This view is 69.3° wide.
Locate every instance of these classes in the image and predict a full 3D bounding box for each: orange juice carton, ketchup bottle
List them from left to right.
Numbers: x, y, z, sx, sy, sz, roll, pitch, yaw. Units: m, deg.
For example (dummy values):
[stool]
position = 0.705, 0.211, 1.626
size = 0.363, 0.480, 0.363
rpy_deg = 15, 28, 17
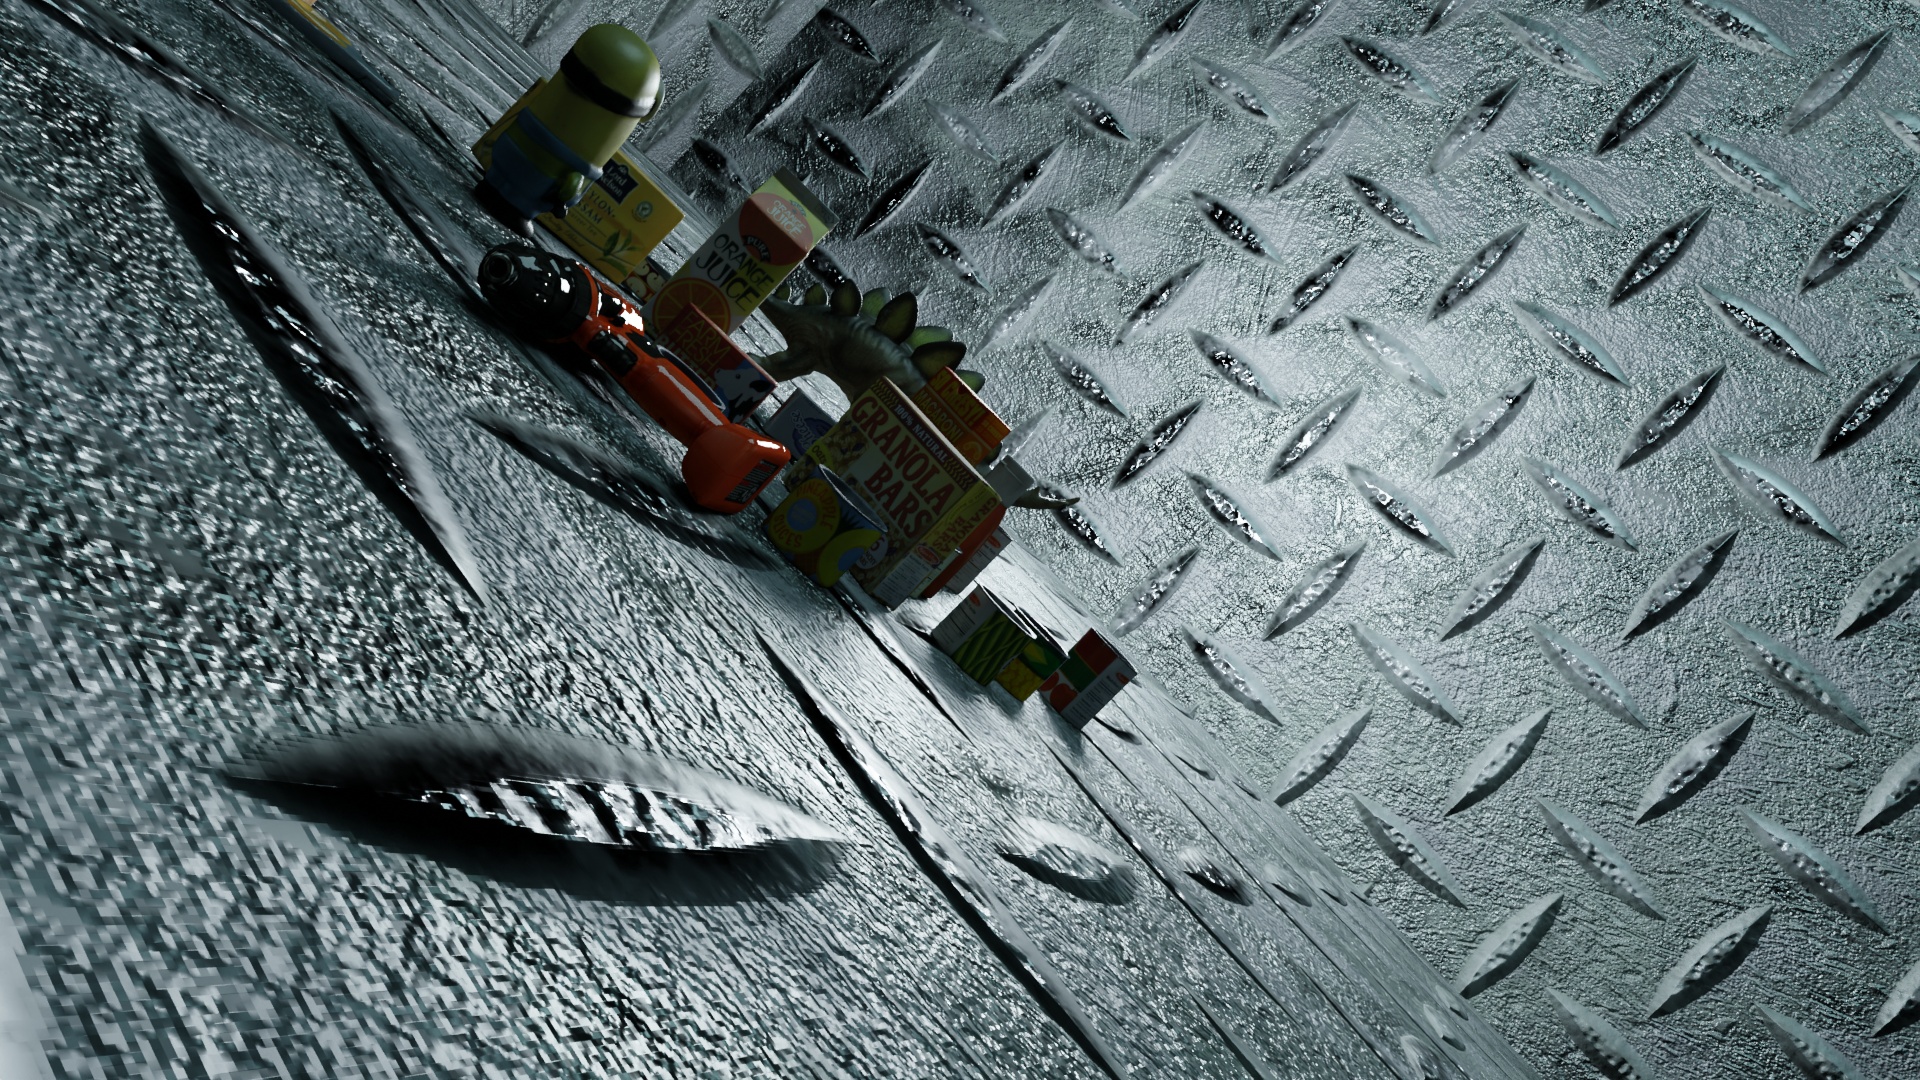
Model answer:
[orange juice carton]
position = -0.200, -0.245, 1.252
size = 0.071, 0.192, 0.073
rpy_deg = 44, 4, -12
[ketchup bottle]
position = 0.005, -0.016, 1.290
size = 0.043, 0.148, 0.065
rpy_deg = 42, 5, -33

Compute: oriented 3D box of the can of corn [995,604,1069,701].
[can of corn]
position = 0.053, 0.100, 1.246
size = 0.071, 0.058, 0.071
rpy_deg = 44, 4, -4

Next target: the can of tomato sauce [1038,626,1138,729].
[can of tomato sauce]
position = 0.126, 0.138, 1.398
size = 0.071, 0.083, 0.071
rpy_deg = 44, 4, -4

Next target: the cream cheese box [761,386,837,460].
[cream cheese box]
position = -0.137, -0.094, 1.341
size = 0.103, 0.053, 0.024
rpy_deg = 42, 5, -27

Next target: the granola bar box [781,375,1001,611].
[granola bar box]
position = -0.059, -0.042, 1.115
size = 0.039, 0.124, 0.166
rpy_deg = 40, 6, -48

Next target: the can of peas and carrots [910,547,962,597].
[can of peas and carrots]
position = -0.043, 0.007, 1.231
size = 0.071, 0.058, 0.071
rpy_deg = 44, 4, -4

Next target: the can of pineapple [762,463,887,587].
[can of pineapple]
position = -0.094, -0.010, 0.950
size = 0.071, 0.058, 0.071
rpy_deg = 44, 4, -4

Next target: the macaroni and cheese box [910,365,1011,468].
[macaroni and cheese box]
position = -0.041, -0.091, 1.439
size = 0.040, 0.166, 0.124
rpy_deg = 42, 5, -38

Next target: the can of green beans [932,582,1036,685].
[can of green beans]
position = 0.019, 0.078, 1.151
size = 0.071, 0.058, 0.071
rpy_deg = 44, 4, -4

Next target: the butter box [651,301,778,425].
[butter box]
position = -0.211, -0.151, 1.192
size = 0.103, 0.053, 0.024
rpy_deg = 44, 4, -6

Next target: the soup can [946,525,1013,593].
[soup can]
position = 0.004, 0.005, 1.498
size = 0.071, 0.083, 0.071
rpy_deg = 44, 4, -4

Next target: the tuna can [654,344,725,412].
[tuna can]
position = -0.202, -0.104, 0.992
size = 0.071, 0.033, 0.071
rpy_deg = 44, 5, -4

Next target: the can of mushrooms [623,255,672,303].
[can of mushrooms]
position = -0.310, -0.259, 1.409
size = 0.071, 0.033, 0.071
rpy_deg = 44, 5, -4
